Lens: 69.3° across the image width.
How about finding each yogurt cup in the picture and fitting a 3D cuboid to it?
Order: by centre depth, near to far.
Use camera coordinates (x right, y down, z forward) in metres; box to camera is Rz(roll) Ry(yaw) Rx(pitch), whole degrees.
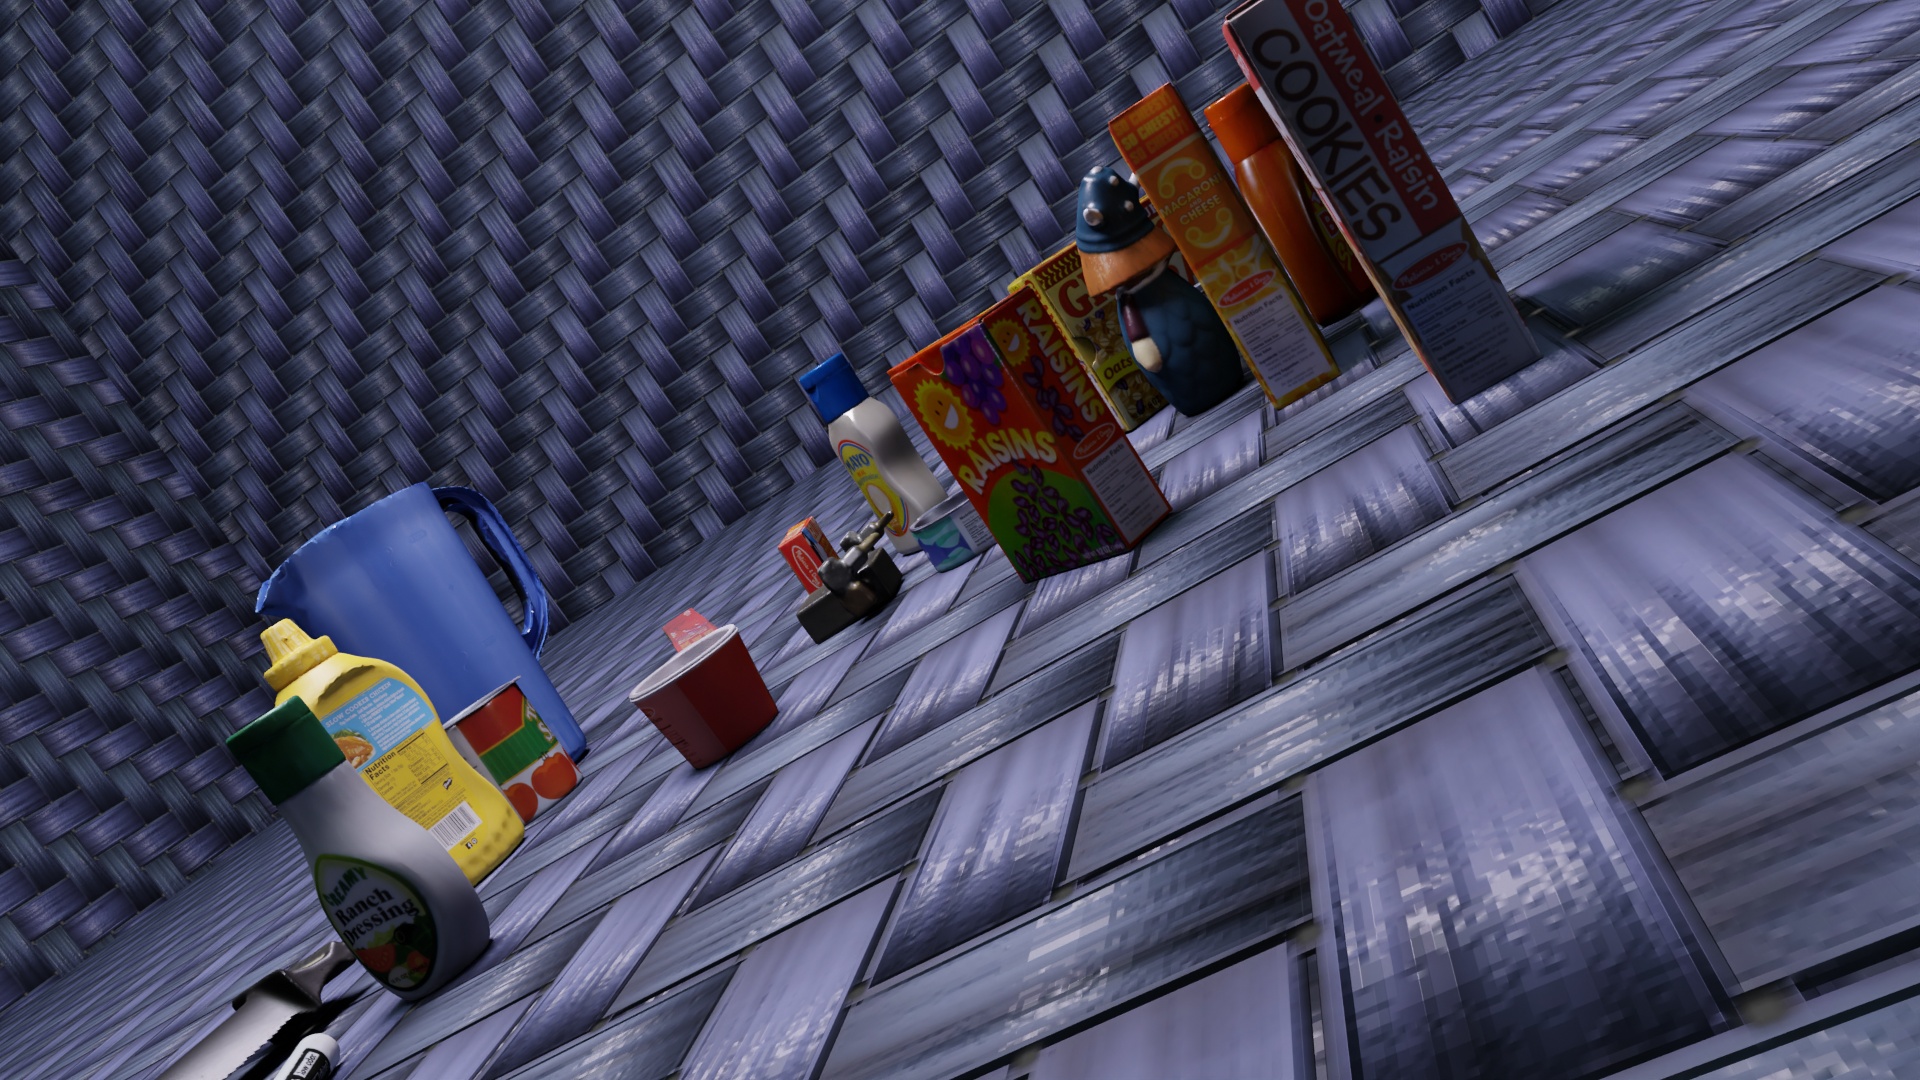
[{"bbox_3d":[-0.135,0.086,0.748,0.072,0.054,0.072,-32,8,5],"label":"yogurt cup"}]

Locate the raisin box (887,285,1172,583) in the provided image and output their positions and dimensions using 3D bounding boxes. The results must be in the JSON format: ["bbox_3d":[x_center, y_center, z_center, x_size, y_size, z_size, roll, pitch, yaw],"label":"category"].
[{"bbox_3d":[0.030,-0.046,0.647,0.040,0.123,0.086,-38,9,-31],"label":"raisin box"}]

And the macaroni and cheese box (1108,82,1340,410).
[{"bbox_3d":[0.139,-0.159,0.737,0.040,0.166,0.124,-31,8,17],"label":"macaroni and cheese box"}]

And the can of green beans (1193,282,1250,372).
[{"bbox_3d":[0.172,-0.140,0.881,0.071,0.057,0.071,-32,8,5],"label":"can of green beans"}]

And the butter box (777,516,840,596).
[{"bbox_3d":[-0.116,0.014,1.092,0.024,0.053,0.103,-33,8,3],"label":"butter box"}]

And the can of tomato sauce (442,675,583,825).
[{"bbox_3d":[-0.304,0.145,0.937,0.071,0.083,0.071,-32,8,5],"label":"can of tomato sauce"}]

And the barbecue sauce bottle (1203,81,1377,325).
[{"bbox_3d":[0.200,-0.205,0.840,0.043,0.148,0.065,-27,10,37],"label":"barbecue sauce bottle"}]

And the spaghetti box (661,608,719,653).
[{"bbox_3d":[-0.170,0.079,0.932,0.029,0.050,0.250,-35,8,-12],"label":"spaghetti box"}]

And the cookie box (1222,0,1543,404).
[{"bbox_3d":[0.164,-0.145,0.559,0.040,0.167,0.123,-31,8,19],"label":"cookie box"}]

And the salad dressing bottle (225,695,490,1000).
[{"bbox_3d":[-0.279,0.141,0.643,0.064,0.147,0.044,-30,8,20],"label":"salad dressing bottle"}]

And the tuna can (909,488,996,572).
[{"bbox_3d":[0.003,-0.011,0.858,0.071,0.033,0.071,-32,8,5],"label":"tuna can"}]

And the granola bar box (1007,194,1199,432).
[{"bbox_3d":[0.132,-0.165,0.945,0.166,0.124,0.039,-37,9,-23],"label":"granola bar box"}]

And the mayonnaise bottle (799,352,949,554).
[{"bbox_3d":[-0.060,-0.062,0.986,0.041,0.148,0.064,-38,9,-31],"label":"mayonnaise bottle"}]
